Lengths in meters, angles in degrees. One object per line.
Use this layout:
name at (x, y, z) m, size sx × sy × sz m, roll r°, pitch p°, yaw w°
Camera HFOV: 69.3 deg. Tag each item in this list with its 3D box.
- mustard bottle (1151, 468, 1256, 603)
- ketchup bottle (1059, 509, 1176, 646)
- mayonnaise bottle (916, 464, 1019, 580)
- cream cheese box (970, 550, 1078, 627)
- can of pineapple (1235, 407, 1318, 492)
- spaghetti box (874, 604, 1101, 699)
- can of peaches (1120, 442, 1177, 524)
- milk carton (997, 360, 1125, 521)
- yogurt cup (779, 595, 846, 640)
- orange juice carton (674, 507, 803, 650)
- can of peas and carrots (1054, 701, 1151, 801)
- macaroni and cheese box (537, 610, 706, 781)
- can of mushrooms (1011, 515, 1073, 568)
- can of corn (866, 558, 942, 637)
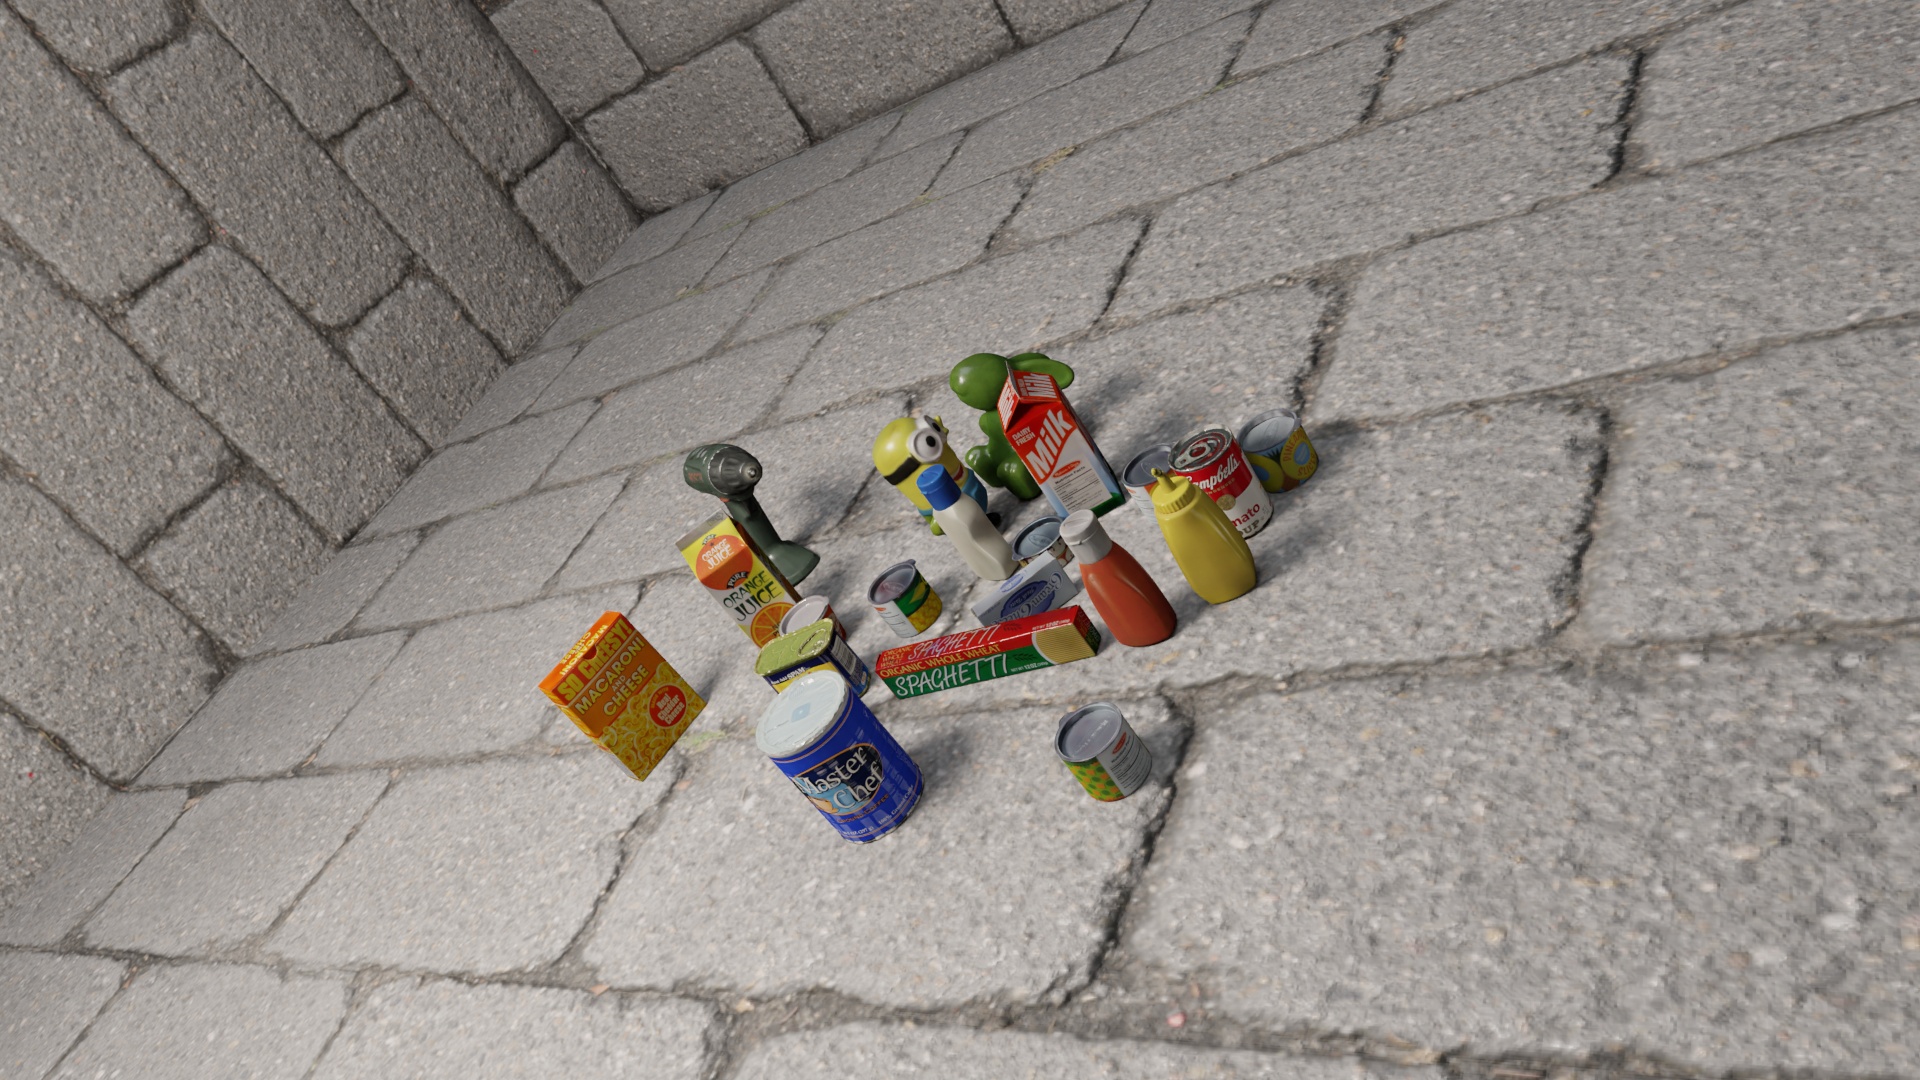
mustard bottle at (0.218, -0.012, 1.285) m, size 0.065 × 0.159 × 0.049 m, roll -26°, pitch 30°, yaw 18°
ketchup bottle at (0.144, 0.036, 1.304) m, size 0.064 × 0.148 × 0.044 m, roll -12°, pitch 37°, yaw 37°
mayonnaise bottle at (0.005, -0.019, 1.533) m, size 0.065 × 0.147 × 0.041 m, roll 7°, pitch 51°, yaw 52°
cream cheese box at (0.067, 0.062, 1.445) m, size 0.104 × 0.053 × 0.024 m, roll -37°, pitch 29°, yaw -3°
can of pineapple at (0.320, -0.090, 1.396) m, size 0.071 × 0.057 × 0.071 m, roll -26°, pitch 30°, yaw 17°
spaghetti box at (0.023, 0.116, 1.417) m, size 0.249 × 0.050 × 0.029 m, roll -16°, pitch 35°, yaw 32°
can of peaches at (0.214, -0.060, 1.465) m, size 0.071 × 0.058 × 0.071 m, roll -26°, pitch 30°, yaw 17°
milk carton at (0.101, -0.109, 1.520) m, size 0.073 × 0.190 × 0.073 m, roll -30°, pitch 29°, yaw 11°
yogurt cup at (-0.171, 0.106, 1.634) m, size 0.072 × 0.053 × 0.073 m, roll -26°, pitch 30°, yaw 17°
orange juice carton at (-0.257, 0.050, 1.664) m, size 0.072 × 0.192 × 0.073 m, roll -36°, pitch 29°, yaw 0°
can of peas and carrots at (0.122, 0.183, 1.205) m, size 0.071 × 0.058 × 0.071 m, roll -26°, pitch 30°, yaw 17°
macaroni and cheese box at (-0.397, 0.184, 1.644) m, size 0.040 × 0.166 × 0.124 m, roll 2°, pitch 46°, yaw 48°
can of mushrooms at (0.090, 0.008, 1.521) m, size 0.071 × 0.033 × 0.071 m, roll -26°, pitch 30°, yaw 17°
can of corn at (-0.061, 0.066, 1.571) m, size 0.071 × 0.058 × 0.071 m, roll -26°, pitch 30°, yaw 17°
